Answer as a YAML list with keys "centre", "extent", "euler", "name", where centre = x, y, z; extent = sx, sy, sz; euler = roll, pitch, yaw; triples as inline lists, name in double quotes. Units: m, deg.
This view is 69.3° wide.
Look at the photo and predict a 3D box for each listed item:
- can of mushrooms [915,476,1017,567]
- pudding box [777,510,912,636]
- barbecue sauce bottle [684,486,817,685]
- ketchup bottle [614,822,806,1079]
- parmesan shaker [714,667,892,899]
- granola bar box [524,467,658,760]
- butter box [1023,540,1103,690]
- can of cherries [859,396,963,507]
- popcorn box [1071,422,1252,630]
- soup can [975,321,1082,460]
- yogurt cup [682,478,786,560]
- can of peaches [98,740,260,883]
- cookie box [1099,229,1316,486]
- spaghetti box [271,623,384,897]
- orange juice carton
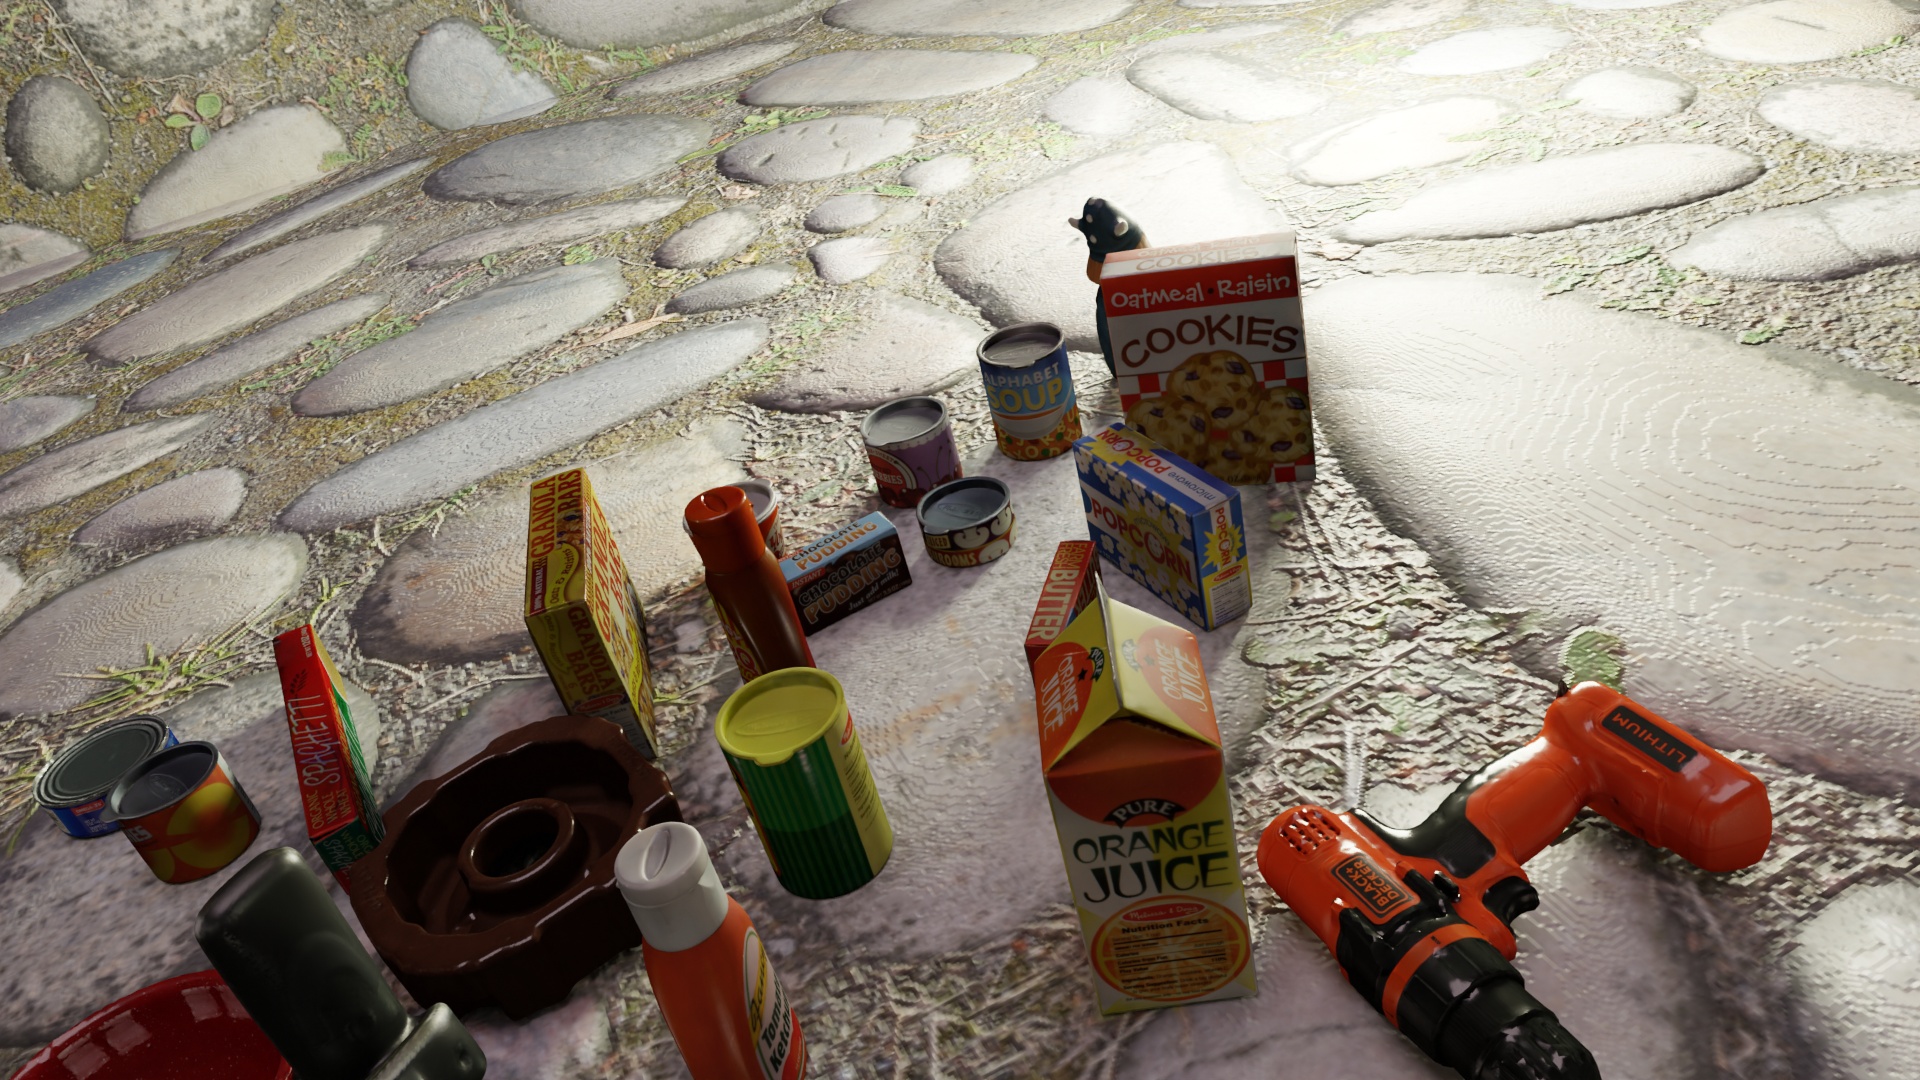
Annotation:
- centre: [0.003, -0.012, 0.951]
  extent: [0.071, 0.033, 0.071]
  euler: [-10, 33, 7]
  name: "can of mushrooms"
- centre: [-0.078, 0.021, 0.918]
  extent: [0.084, 0.049, 0.030]
  euler: [-27, 34, -18]
  name: "pudding box"
- centre: [-0.122, 0.038, 0.817]
  extent: [0.044, 0.147, 0.065]
  euler: [-28, 35, -20]
  name: "barbecue sauce bottle"
- centre: [-0.106, 0.184, 0.590]
  extent: [0.043, 0.148, 0.065]
  euler: [-10, 33, 7]
  name: "ketchup bottle"
- centre: [-0.079, 0.127, 0.709]
  extent: [0.071, 0.102, 0.072]
  euler: [-10, 33, 7]
  name: "parmesan shaker"
- centre: [-0.232, 0.047, 0.870]
  extent: [0.039, 0.123, 0.166]
  euler: [-18, 33, -5]
  name: "granola bar box"
- centre: [0.063, 0.049, 0.817]
  extent: [0.024, 0.053, 0.104]
  euler: [-2, 35, 19]
  name: "butter box"
- centre: [-0.037, -0.064, 1.023]
  extent: [0.071, 0.058, 0.072]
  euler: [-10, 33, 7]
  name: "can of cherries"
- centre: [0.124, -0.011, 0.855]
  extent: [0.038, 0.084, 0.127]
  euler: [-27, 34, -18]
  name: "popcorn box"
- centre: [0.052, -0.109, 1.033]
  extent: [0.071, 0.083, 0.072]
  euler: [-10, 33, 7]
  name: "soup can"
- centre: [-0.156, -0.002, 0.979]
  extent: [0.072, 0.053, 0.073]
  euler: [-10, 33, 7]
  name: "yogurt cup"
- centre: [-0.473, 0.166, 0.844]
  extent: [0.071, 0.057, 0.071]
  euler: [-10, 33, 7]
  name: "can of peaches"
- centre: [0.167, -0.115, 0.920]
  extent: [0.123, 0.166, 0.040]
  euler: [-4, 34, 16]
  name: "cookie box"
- centre: [-0.399, 0.131, 0.876]
  extent: [0.029, 0.050, 0.251]
  euler: [-26, 34, -18]
  name: "spaghetti box"
- centre: [0.077, 0.109, 0.592]
  extent: [0.073, 0.191, 0.072]
  euler: [-10, 33, 7]
  name: "orange juice carton"
